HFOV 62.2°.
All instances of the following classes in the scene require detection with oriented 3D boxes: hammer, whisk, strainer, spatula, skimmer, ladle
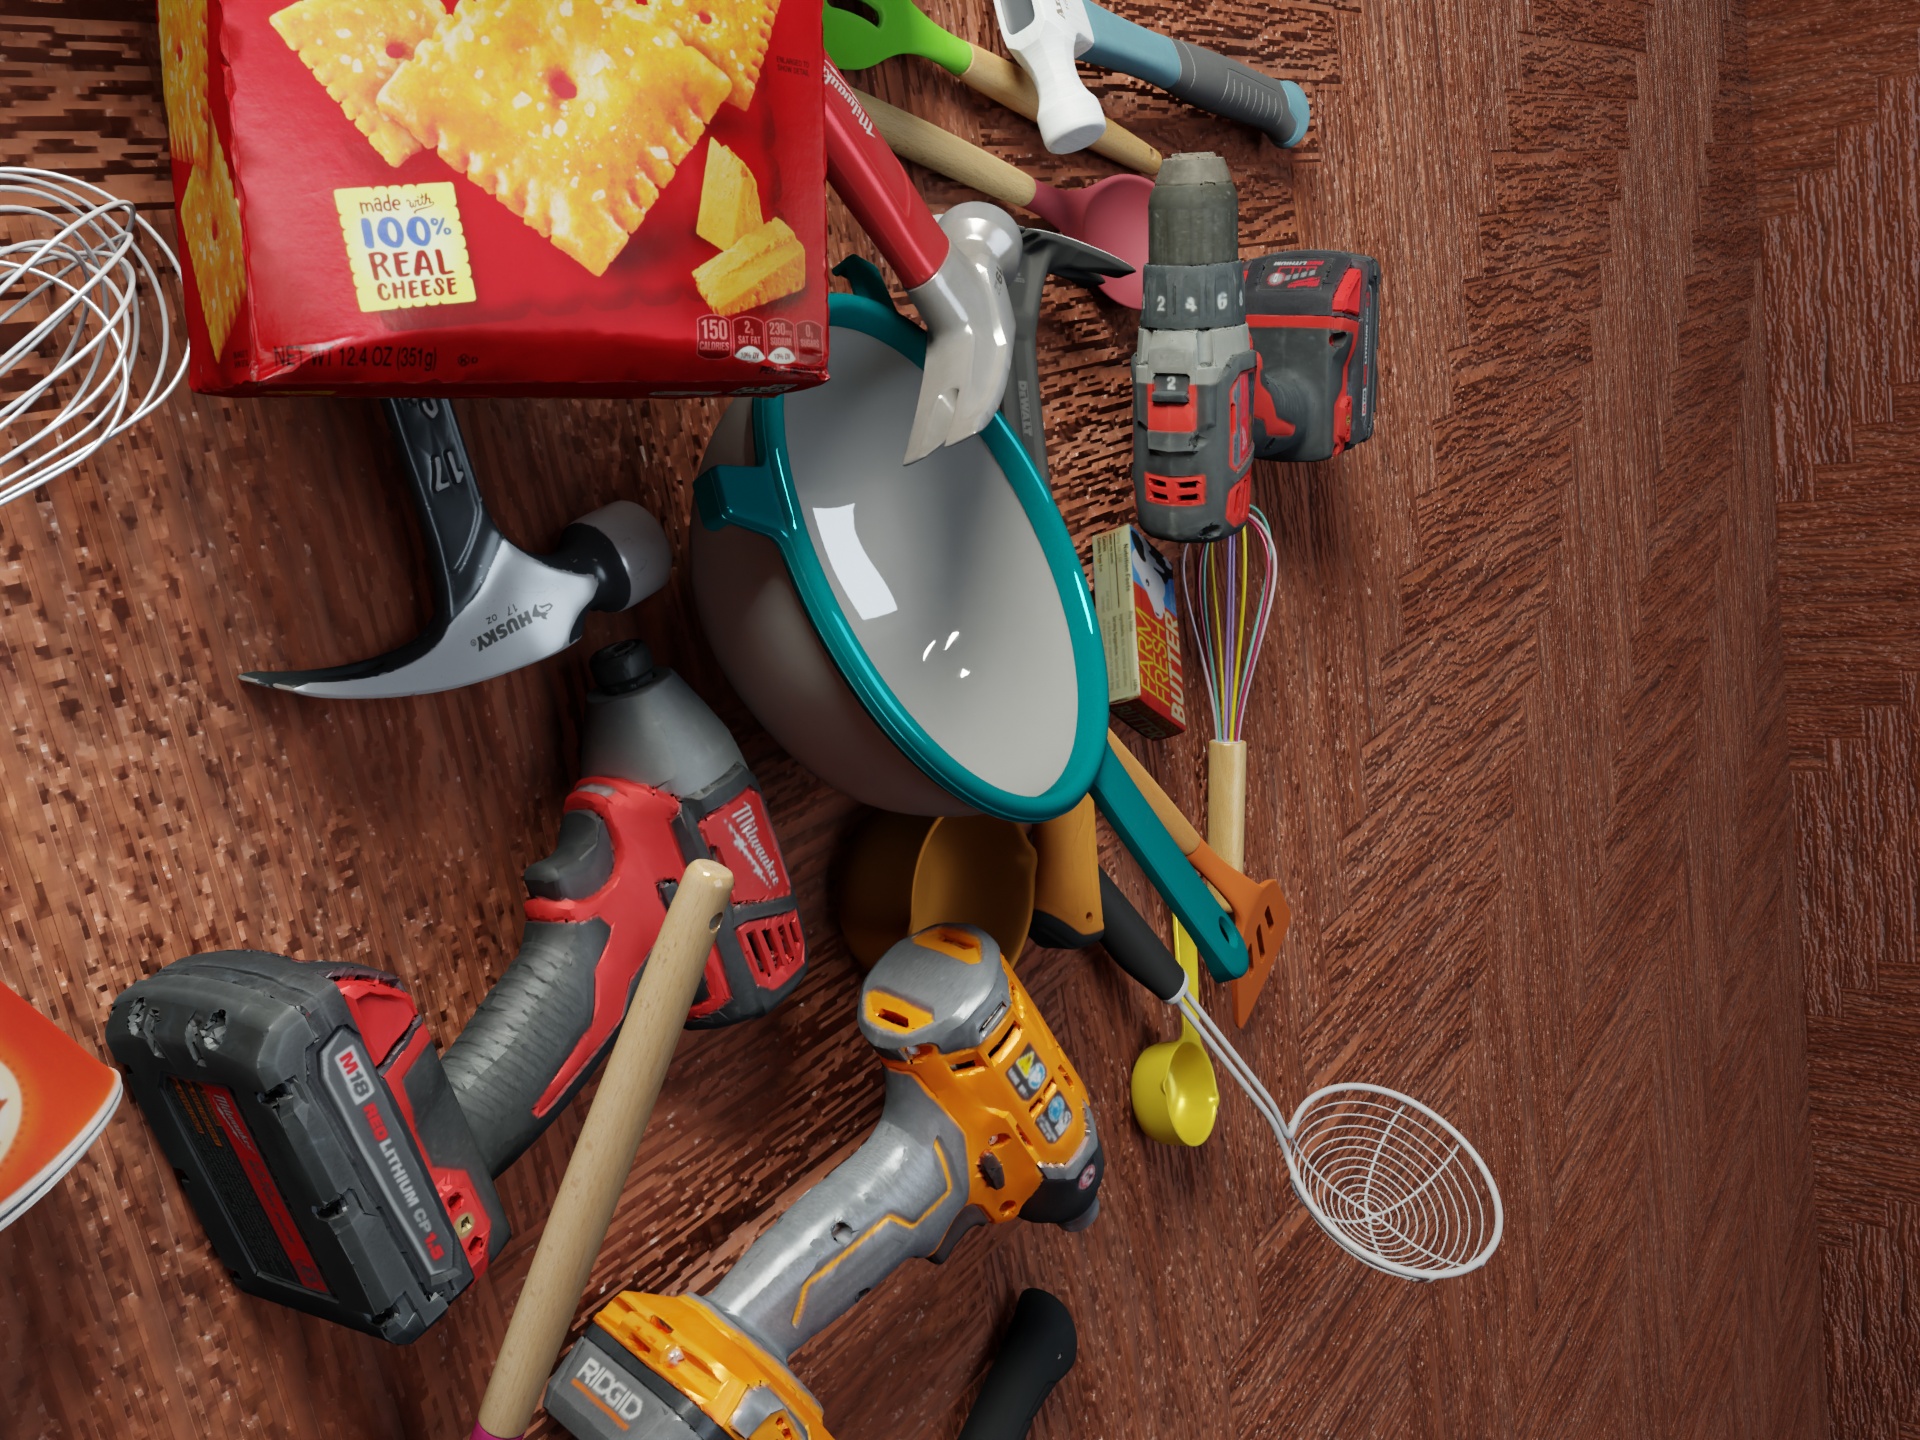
[{"bbox_3d":[-0.190,-0.194,0.436,0.149,0.036,0.408,-38,126,-43],"label":"hammer"},{"bbox_3d":[-0.279,-0.023,0.344,0.285,0.070,0.070,-58,133,-28],"label":"whisk"},{"bbox_3d":[0.116,-0.351,0.859,0.331,0.033,0.128,-16,87,-55],"label":"hammer"},{"bbox_3d":[-0.001,-0.002,0.638,0.340,0.095,0.211,53,31,-25],"label":"strainer"},{"bbox_3d":[0.102,0.052,0.847,0.322,0.041,0.081,47,60,-31],"label":"spatula"},{"bbox_3d":[-0.094,-0.257,0.509,0.385,0.038,0.143,50,34,-34],"label":"hammer"},{"bbox_3d":[0.042,-0.062,0.750,0.127,0.034,0.337,-5,91,-43],"label":"hammer"},{"bbox_3d":[-0.031,0.397,0.680,0.335,0.035,0.146,-57,132,-36],"label":"hammer"},{"bbox_3d":[0.170,0.170,0.851,0.363,0.090,0.127,51,29,-25],"label":"skimmer"},{"bbox_3d":[0.156,-0.010,0.925,0.051,0.047,0.245,-6,99,-41],"label":"whisk"},{"bbox_3d":[0.015,-0.256,0.750,0.315,0.031,0.069,3,92,-51],"label":"ladle"}]

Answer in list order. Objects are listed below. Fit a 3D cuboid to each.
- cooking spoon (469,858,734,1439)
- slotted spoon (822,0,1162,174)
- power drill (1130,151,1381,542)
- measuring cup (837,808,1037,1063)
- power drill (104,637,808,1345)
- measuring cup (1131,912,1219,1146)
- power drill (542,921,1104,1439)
[{"bbox_3d":[-0.127,0.187,0.471,0.068,0.017,0.319,0,113,-66],"label":"cooking spoon"},{"bbox_3d":[0.015,-0.307,0.750,0.313,0.031,0.070,-1,88,-54],"label":"slotted spoon"},{"bbox_3d":[0.155,-0.208,0.854,0.227,0.080,0.187,-32,125,-54],"label":"power drill"},{"bbox_3d":[-0.006,0.114,0.701,0.095,0.052,0.173,-28,115,-49],"label":"measuring cup"},{"bbox_3d":[-0.140,0.073,0.508,0.220,0.078,0.143,-41,122,-49],"label":"power drill"},{"bbox_3d":[0.116,0.158,0.891,0.062,0.029,0.157,26,58,-48],"label":"measuring cup"},{"bbox_3d":[-0.030,0.211,0.611,0.226,0.084,0.164,-49,128,-25],"label":"power drill"}]
